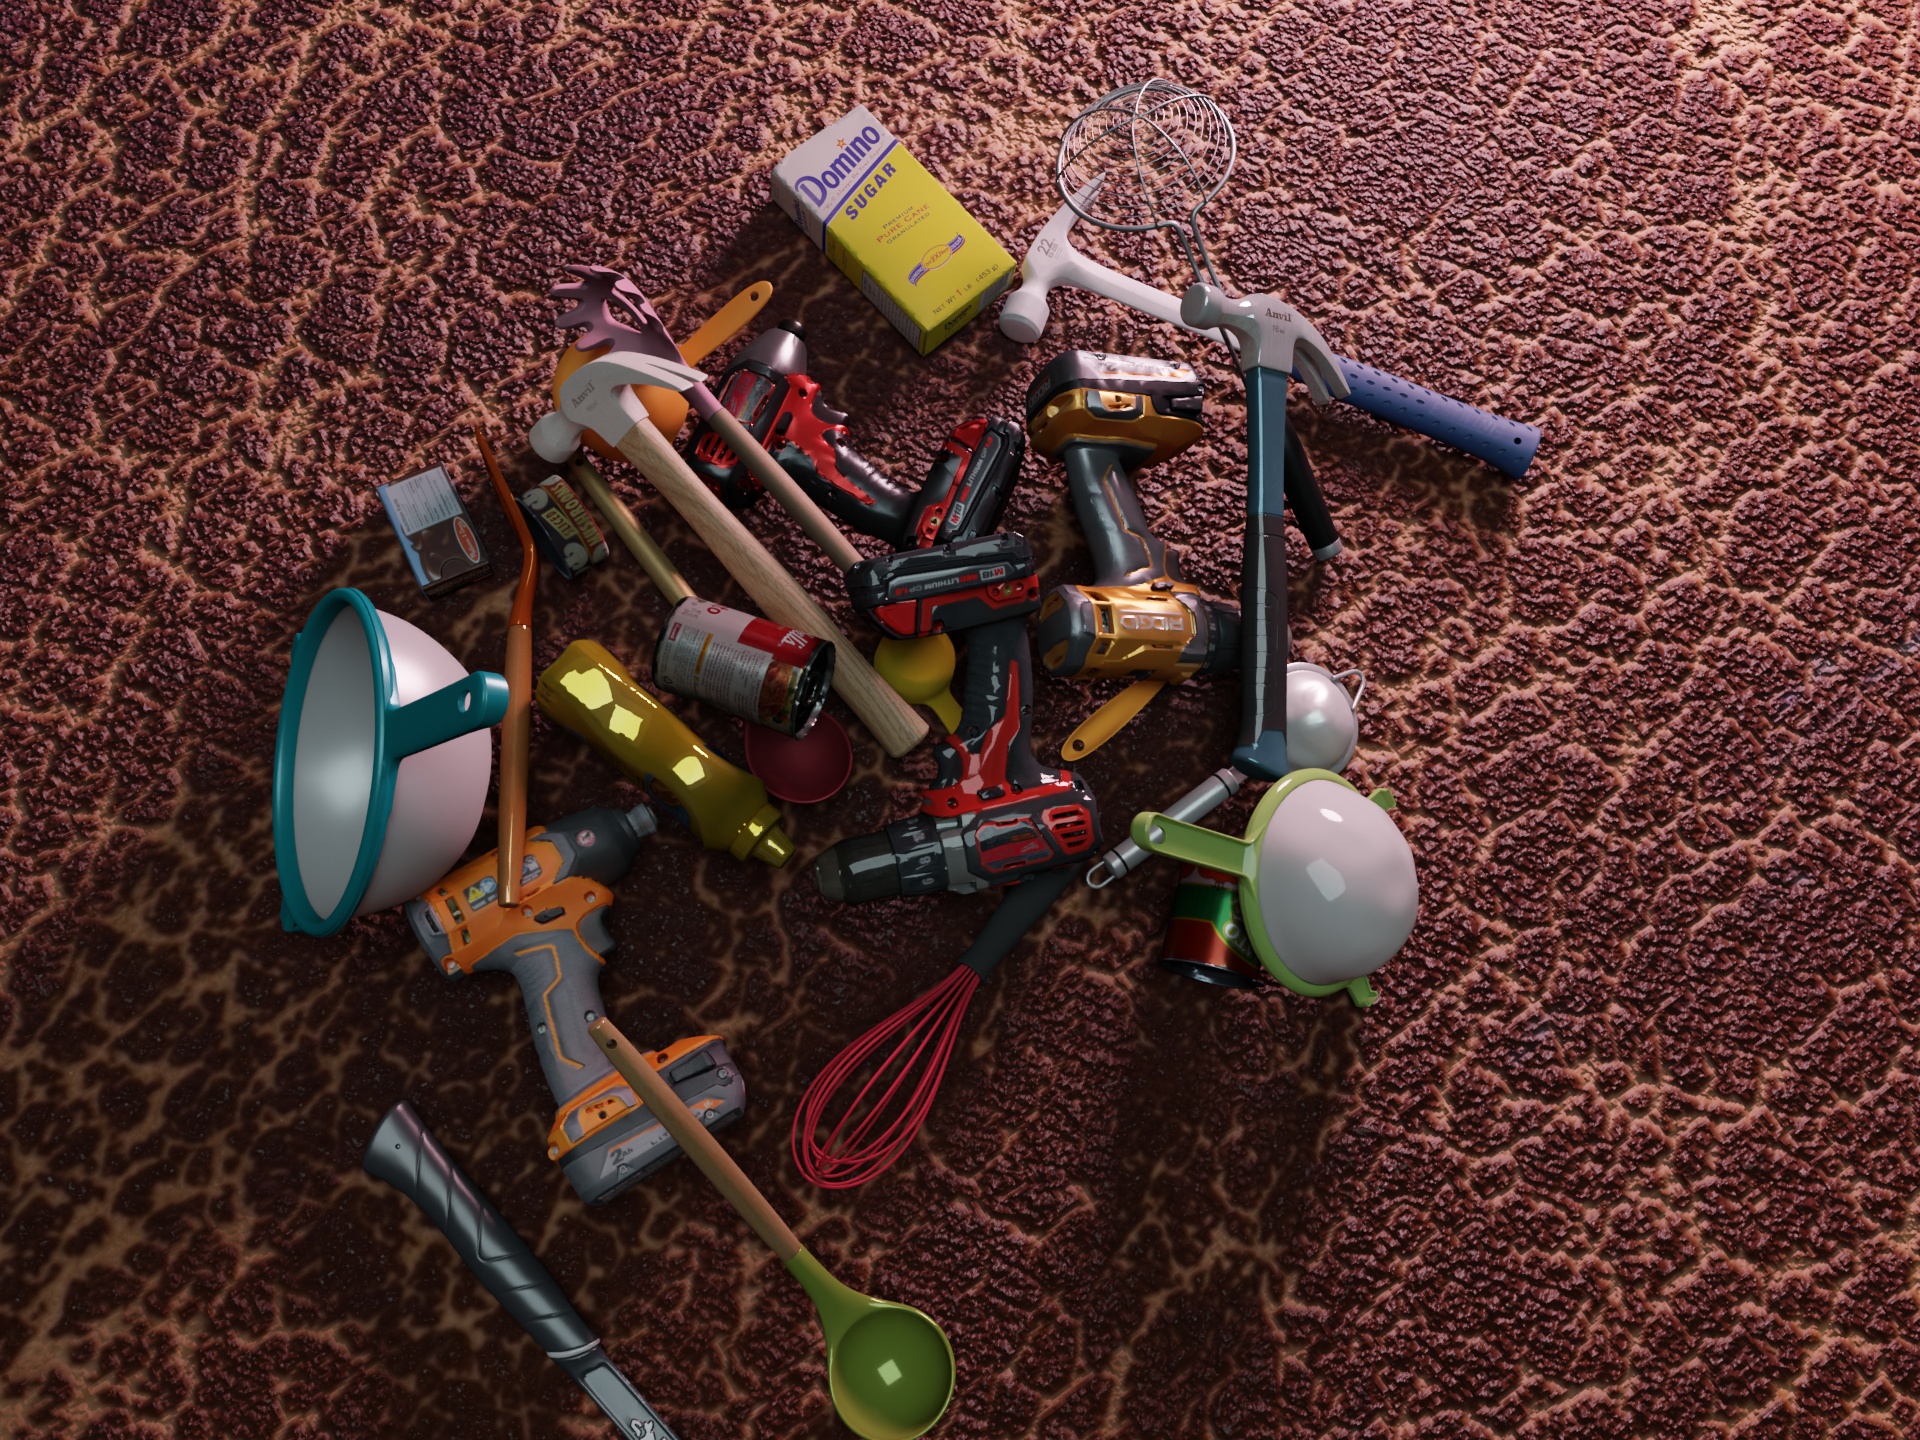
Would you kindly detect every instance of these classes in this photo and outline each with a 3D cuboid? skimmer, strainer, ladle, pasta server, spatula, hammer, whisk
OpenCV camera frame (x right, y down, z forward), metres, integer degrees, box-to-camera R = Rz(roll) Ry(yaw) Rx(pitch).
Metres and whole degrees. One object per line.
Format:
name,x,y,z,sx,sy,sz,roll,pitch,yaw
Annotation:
skimmer,0.188,-0.285,1.149,0.127,0.090,0.363,-27,103,2
strainer,-0.309,0.017,0.935,0.095,0.340,0.211,6,77,-39
strainer,0.215,0.093,1.003,0.256,0.069,0.151,18,75,-39
ladle,-0.181,-0.069,1.095,0.069,0.031,0.315,-35,79,-17
strainer,0.191,0.040,1.100,0.258,0.050,0.087,-35,96,-10
pasta server,-0.148,-0.180,1.054,0.316,0.060,0.040,48,38,-1
spatula,-0.295,-0.036,1.026,0.041,0.081,0.323,-2,68,-6
hammer,0.205,-0.124,1.078,0.128,0.033,0.331,5,83,-29
whisk,-0.005,0.179,1.033,0.073,0.073,0.296,39,68,5
ladle,-0.112,0.298,0.934,0.078,0.062,0.320,-39,104,-12
hammer,-0.139,-0.107,1.059,0.331,0.130,0.031,48,38,-8
hammer,0.240,-0.281,1.194,0.405,0.035,0.144,22,74,0
hammer,-0.216,0.390,0.961,0.149,0.036,0.409,-42,82,-16

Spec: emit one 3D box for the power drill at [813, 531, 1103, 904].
power drill,-0.017,0.004,1.022,0.188,0.080,0.226,-12,97,-10

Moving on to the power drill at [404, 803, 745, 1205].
power drill,-0.224,0.166,0.999,0.164,0.084,0.227,-31,76,-14

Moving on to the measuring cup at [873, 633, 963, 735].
measuring cup,-0.002,-0.003,1.093,0.062,0.029,0.156,-35,79,-14

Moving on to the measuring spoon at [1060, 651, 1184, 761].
measuring spoon,0.115,-0.009,1.121,0.117,0.011,0.021,-39,84,-11

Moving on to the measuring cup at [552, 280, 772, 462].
measuring cup,-0.206,-0.253,1.096,0.173,0.052,0.095,-37,77,10

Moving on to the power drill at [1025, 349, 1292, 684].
power drill,0.138,-0.135,1.112,0.185,0.084,0.226,1,74,-22

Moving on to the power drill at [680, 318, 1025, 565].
power drill,-0.072,-0.190,1.117,0.219,0.078,0.143,22,74,3
